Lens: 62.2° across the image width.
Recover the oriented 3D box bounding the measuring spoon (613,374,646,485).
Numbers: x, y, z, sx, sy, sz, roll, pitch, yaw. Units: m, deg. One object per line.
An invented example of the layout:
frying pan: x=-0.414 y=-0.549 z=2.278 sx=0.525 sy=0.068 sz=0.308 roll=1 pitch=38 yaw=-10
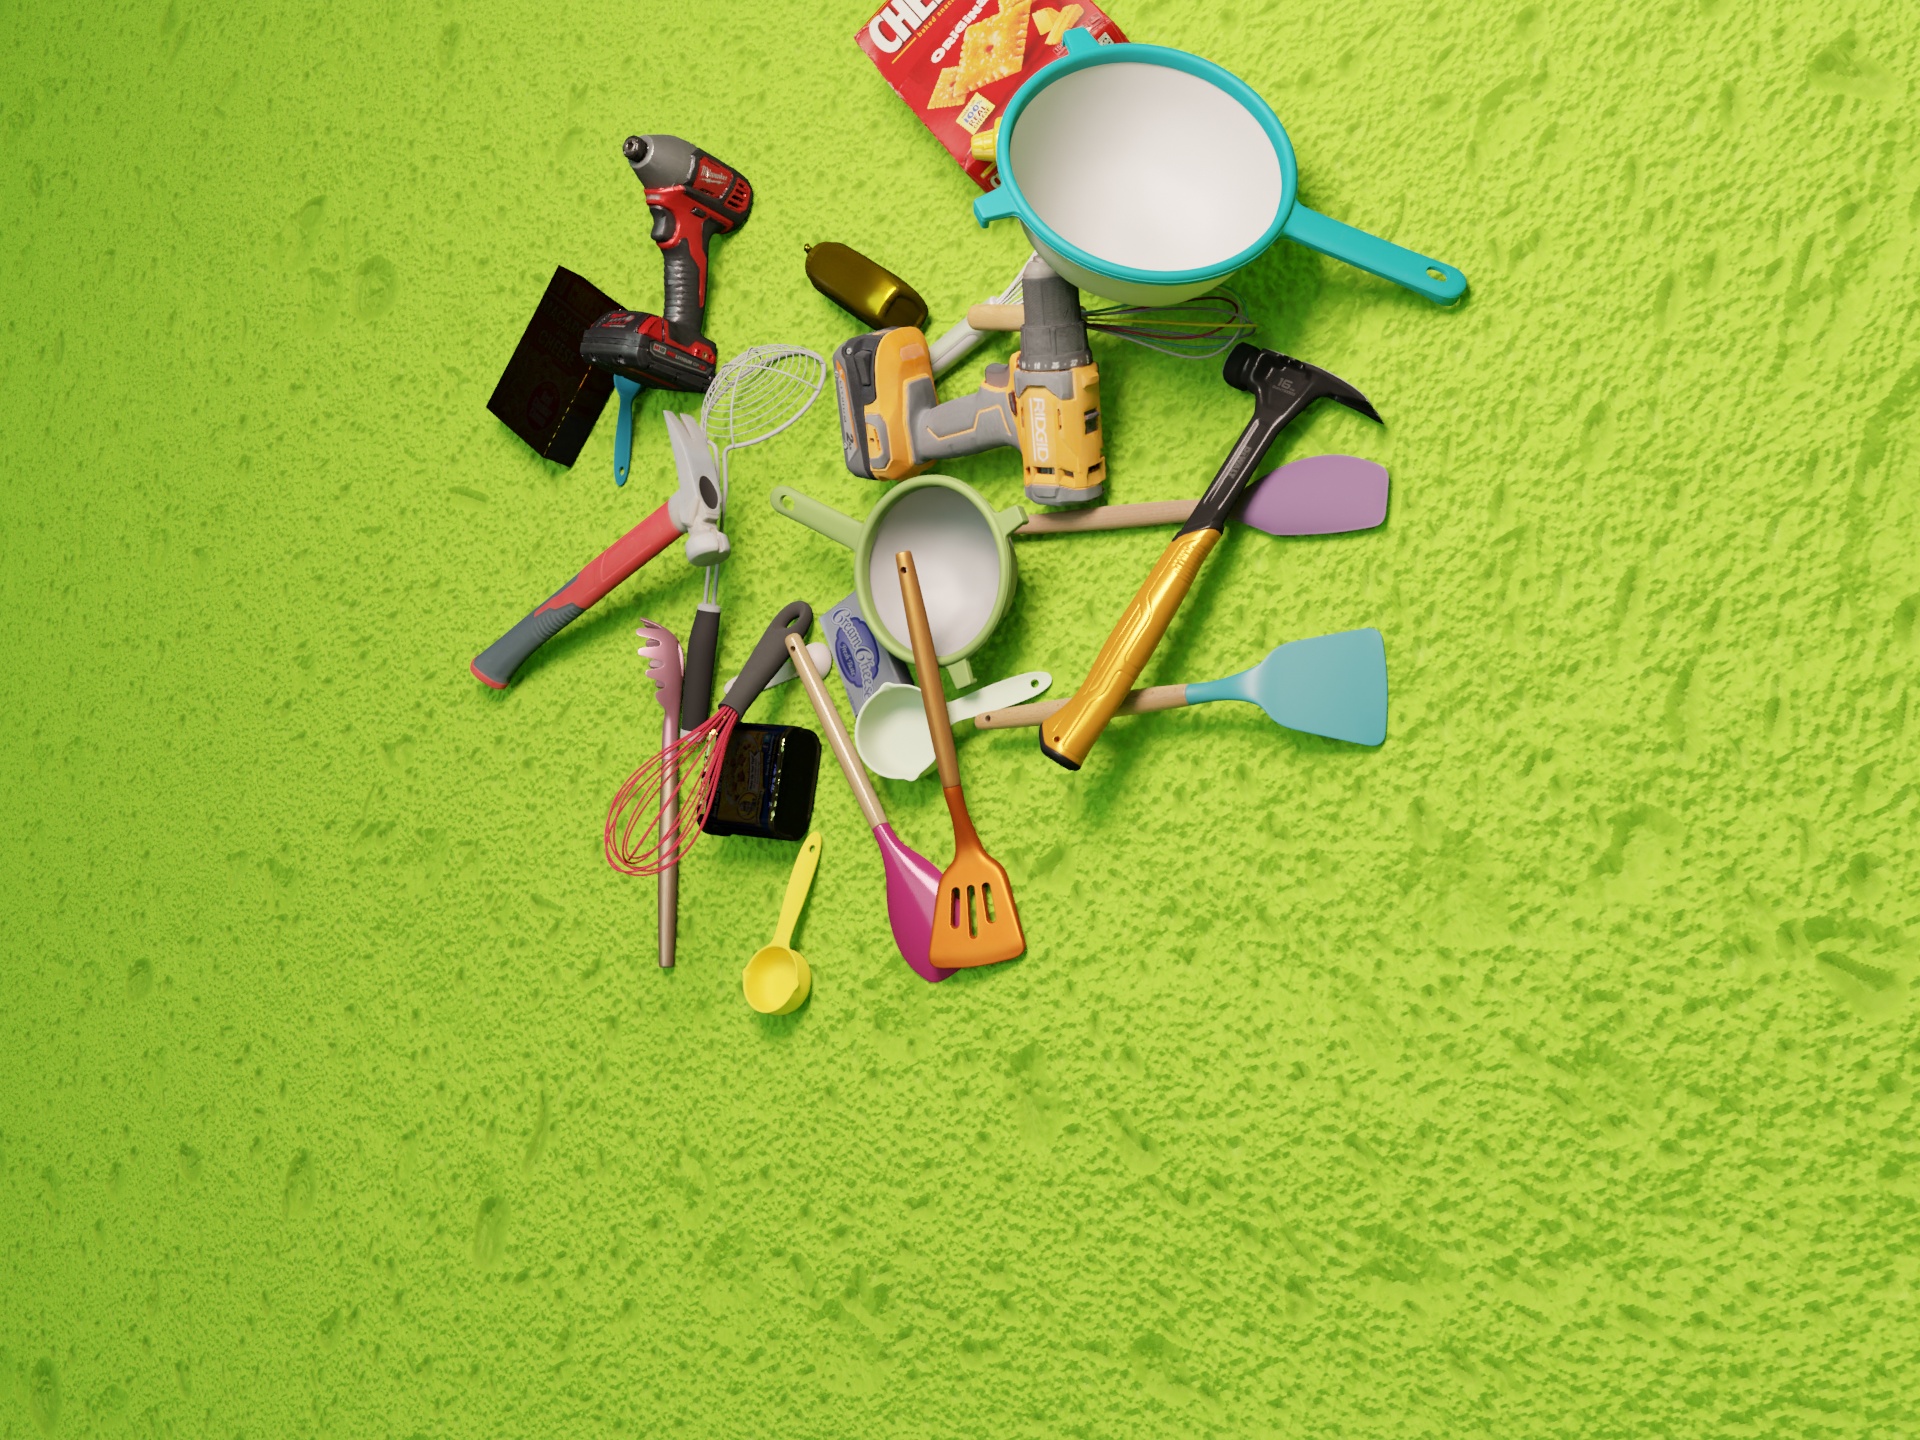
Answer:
measuring spoon: x=-0.323 y=-0.294 z=1.560 sx=0.042 sy=0.021 sz=0.128 roll=9 pitch=95 yaw=35

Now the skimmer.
skimmer: x=-0.196 y=-0.160 z=1.434 sx=0.127 sy=0.090 sz=0.363 roll=14 pitch=99 yaw=40

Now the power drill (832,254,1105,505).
power drill: x=0.009 y=-0.268 z=1.246 sx=0.226 sy=0.084 sz=0.185 roll=11 pitch=117 yaw=35

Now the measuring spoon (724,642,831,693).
measuring spoon: x=-0.165 y=-0.042 z=1.395 sx=0.124 sy=0.018 sz=0.034 roll=-15 pitch=73 yaw=33

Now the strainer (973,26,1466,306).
strainer: x=0.185 y=-0.347 z=1.133 sx=0.340 sy=0.095 sz=0.211 roll=23 pitch=66 yaw=3

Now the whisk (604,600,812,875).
whisk: x=-0.202 y=0.007 z=1.316 sx=0.073 sy=0.073 sz=0.296 roll=7 pitch=52 yaw=36

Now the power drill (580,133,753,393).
power drill: x=-0.272 y=-0.425 z=1.472 sx=0.079 sy=0.143 sz=0.219 roll=12 pitch=90 yaw=33

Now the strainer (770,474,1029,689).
strainer: x=-0.047 y=-0.139 z=1.293 sx=0.257 sy=0.069 sz=0.151 roll=29 pitch=110 yaw=32

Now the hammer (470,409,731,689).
hammer: x=-0.352 y=-0.138 z=1.489 sx=0.386 sy=0.038 sz=0.143 roll=-29 pitch=70 yaw=39

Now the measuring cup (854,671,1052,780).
measuring cup: x=-0.002 y=-0.004 z=1.269 sx=0.167 sy=0.038 sz=0.083 roll=-20 pitch=78 yaw=12

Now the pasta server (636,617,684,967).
pasta server: x=-0.271 y=0.063 z=1.436 sx=0.040 sy=0.060 sz=0.316 roll=-1 pitch=81 yaw=-2

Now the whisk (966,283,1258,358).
whisk: x=0.110 y=-0.308 z=1.217 sx=0.245 sy=0.051 sz=0.047 roll=10 pitch=46 yaw=31

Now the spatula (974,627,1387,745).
spatula: x=0.149 y=-0.012 z=1.156 sx=0.317 sy=0.044 sz=0.082 roll=-7 pitch=77 yaw=35

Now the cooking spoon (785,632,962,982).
cooking spoon: x=-0.076 y=0.065 z=1.296 sx=0.068 sy=0.017 sz=0.319 roll=-35 pitch=70 yaw=25

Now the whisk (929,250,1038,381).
whisk: x=0.039 y=-0.339 z=1.296 sx=0.246 sy=0.057 sz=0.059 roll=-33 pitch=56 yaw=31

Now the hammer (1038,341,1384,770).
hammer: x=0.163 y=-0.109 z=1.137 sx=0.127 sy=0.034 sz=0.337 roll=33 pitch=91 yaw=38

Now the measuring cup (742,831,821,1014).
measuring cup: x=-0.137 y=0.171 z=1.335 sx=0.062 sy=0.029 sz=0.156 roll=6 pitch=72 yaw=36

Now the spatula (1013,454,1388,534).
spatula: x=0.165 y=-0.158 z=1.188 sx=0.316 sy=0.018 sz=0.060 roll=-1 pitch=75 yaw=34

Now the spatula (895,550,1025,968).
spatula: x=-0.014 y=0.028 z=1.227 sx=0.081 sy=0.041 sz=0.322 roll=-11 pitch=93 yaw=20
